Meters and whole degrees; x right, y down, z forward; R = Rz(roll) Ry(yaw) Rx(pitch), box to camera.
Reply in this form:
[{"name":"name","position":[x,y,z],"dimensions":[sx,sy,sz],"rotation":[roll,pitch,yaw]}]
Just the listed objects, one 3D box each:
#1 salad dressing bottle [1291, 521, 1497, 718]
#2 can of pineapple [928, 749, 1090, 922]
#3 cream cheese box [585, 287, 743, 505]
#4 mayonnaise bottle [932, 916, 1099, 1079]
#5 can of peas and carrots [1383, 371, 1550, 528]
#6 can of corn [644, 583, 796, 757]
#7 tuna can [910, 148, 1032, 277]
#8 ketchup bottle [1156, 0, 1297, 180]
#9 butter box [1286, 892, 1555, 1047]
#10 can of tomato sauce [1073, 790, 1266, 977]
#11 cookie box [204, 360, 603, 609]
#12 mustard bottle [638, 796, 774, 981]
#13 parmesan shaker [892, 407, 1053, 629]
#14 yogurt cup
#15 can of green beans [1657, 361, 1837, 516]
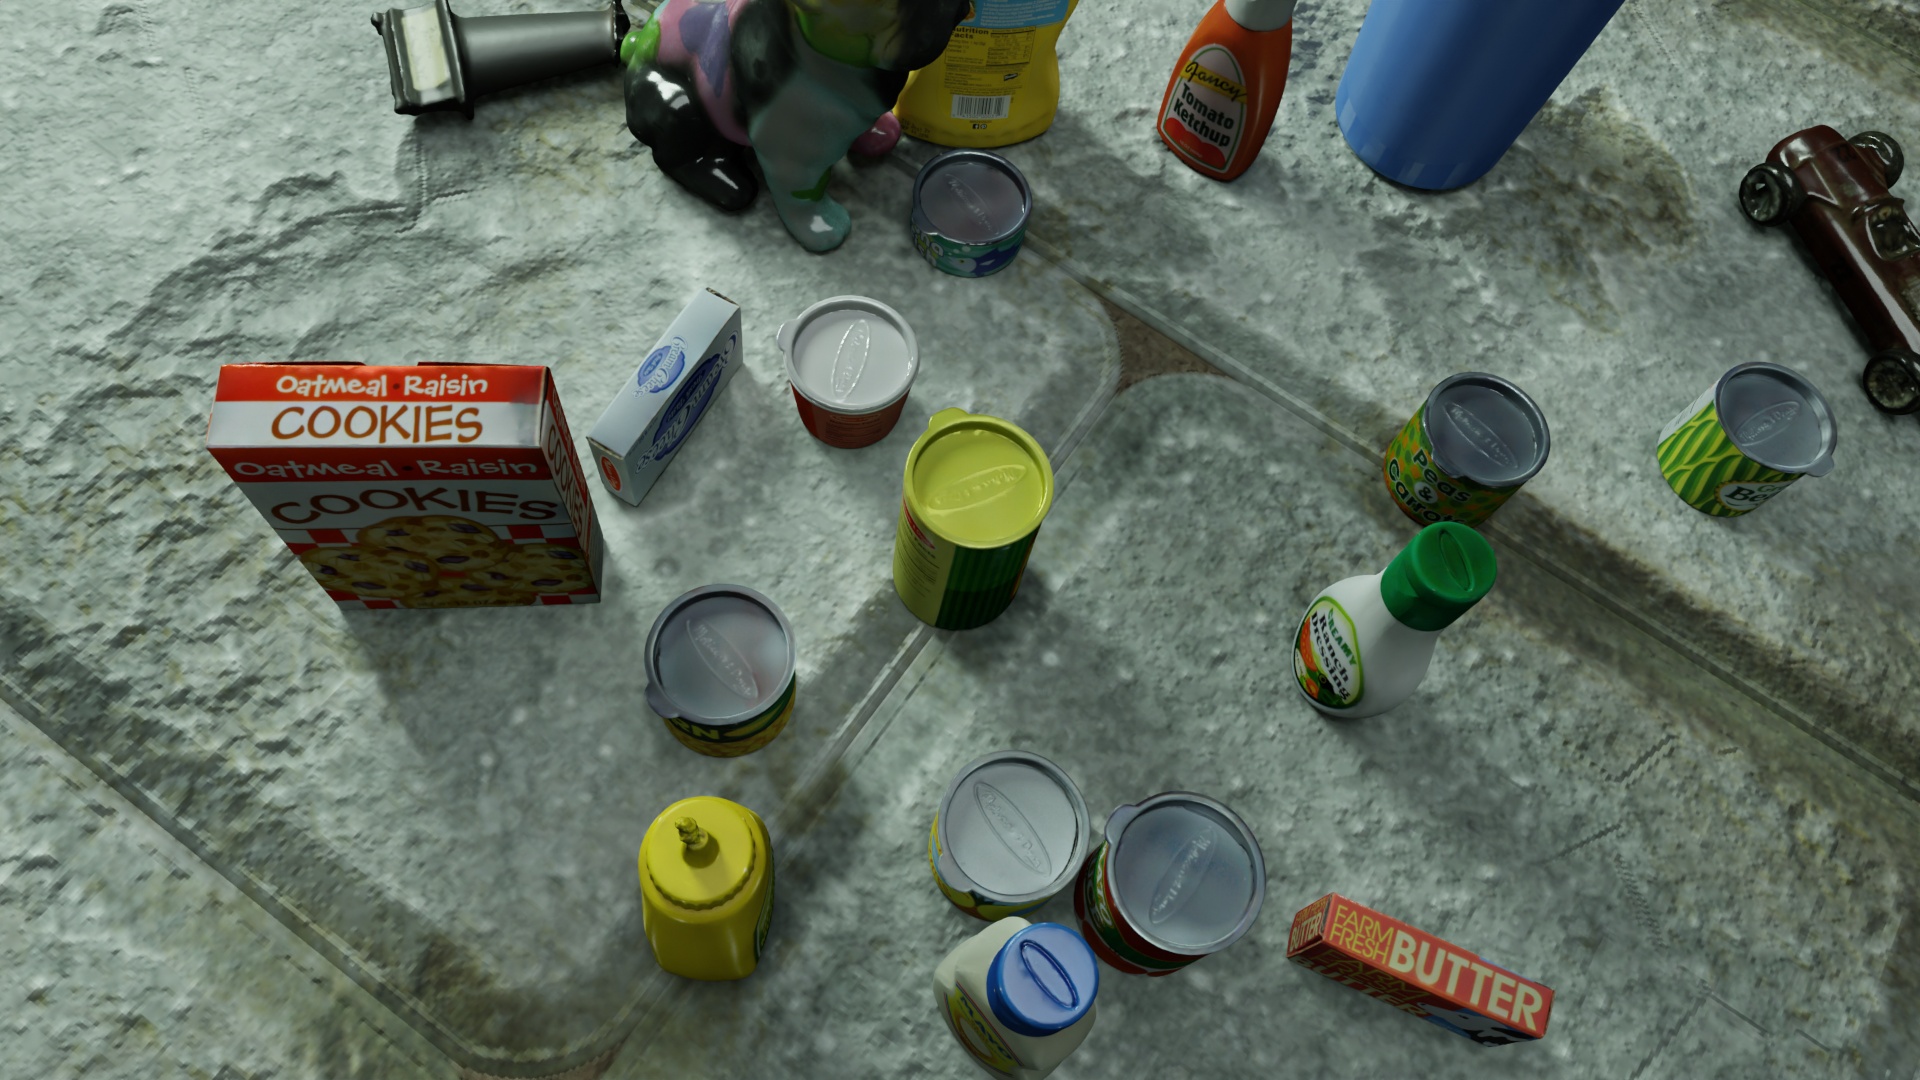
[{"name":"salad dressing bottle","position":[0.195,0.037,0.632],"dimensions":[0.044,0.147,0.064],"rotation":[-11,68,-11]},{"name":"can of pineapple","position":[0.018,0.133,0.617],"dimensions":[0.071,0.057,0.071],"rotation":[2,65,-5]},{"name":"cream cheese box","position":[-0.146,-0.072,0.696],"dimensions":[0.024,0.053,0.104],"rotation":[28,66,7]},{"name":"mayonnaise bottle","position":[0.023,0.180,0.547],"dimensions":[0.041,0.147,0.065],"rotation":[-36,74,-20]},{"name":"can of peas and carrots","position":[0.261,-0.044,0.725],"dimensions":[0.071,0.058,0.071],"rotation":[2,65,-5]},{"name":"can of corn","position":[-0.110,0.062,0.635],"dimensions":[0.071,0.058,0.071],"rotation":[2,65,-5]},{"name":"tuna can","position":[0.003,-0.181,0.774],"dimensions":[0.071,0.032,0.071],"rotation":[2,65,-5]},{"name":"ketchup bottle","position":[0.154,-0.268,0.767],"dimensions":[0.065,0.148,0.044],"rotation":[40,68,12]},{"name":"butter box","position":[0.200,0.191,0.614],"dimensions":[0.103,0.053,0.024],"rotation":[23,65,4]},{"name":"can of tomato sauce","position":[0.086,0.151,0.603],"dimensions":[0.071,0.082,0.071],"rotation":[2,65,-5]},{"name":"cookie box","position":[-0.228,-0.019,0.600],"dimensions":[0.123,0.166,0.040],"rotation":[-1,66,-7]},{"name":"mustard bottle","position":[-0.099,0.134,0.547],"dimensions":[0.049,0.159,0.065],"rotation":[6,65,-3]},{"name":"parmesan shaker","position":[0.002,-0.008,0.656],"dimensions":[0.071,0.102,0.071],"rotation":[2,66,-5]},{"name":"yogurt cup","position":[-0.056,-0.083,0.711],"dimensions":[0.072,0.053,0.072],"rotation":[2,65,-5]},{"name":"can of green beans","position":[0.422,-0.053,0.748],"dimensions":[0.071,0.057,0.071],"rotation":[2,65,-5]}]
